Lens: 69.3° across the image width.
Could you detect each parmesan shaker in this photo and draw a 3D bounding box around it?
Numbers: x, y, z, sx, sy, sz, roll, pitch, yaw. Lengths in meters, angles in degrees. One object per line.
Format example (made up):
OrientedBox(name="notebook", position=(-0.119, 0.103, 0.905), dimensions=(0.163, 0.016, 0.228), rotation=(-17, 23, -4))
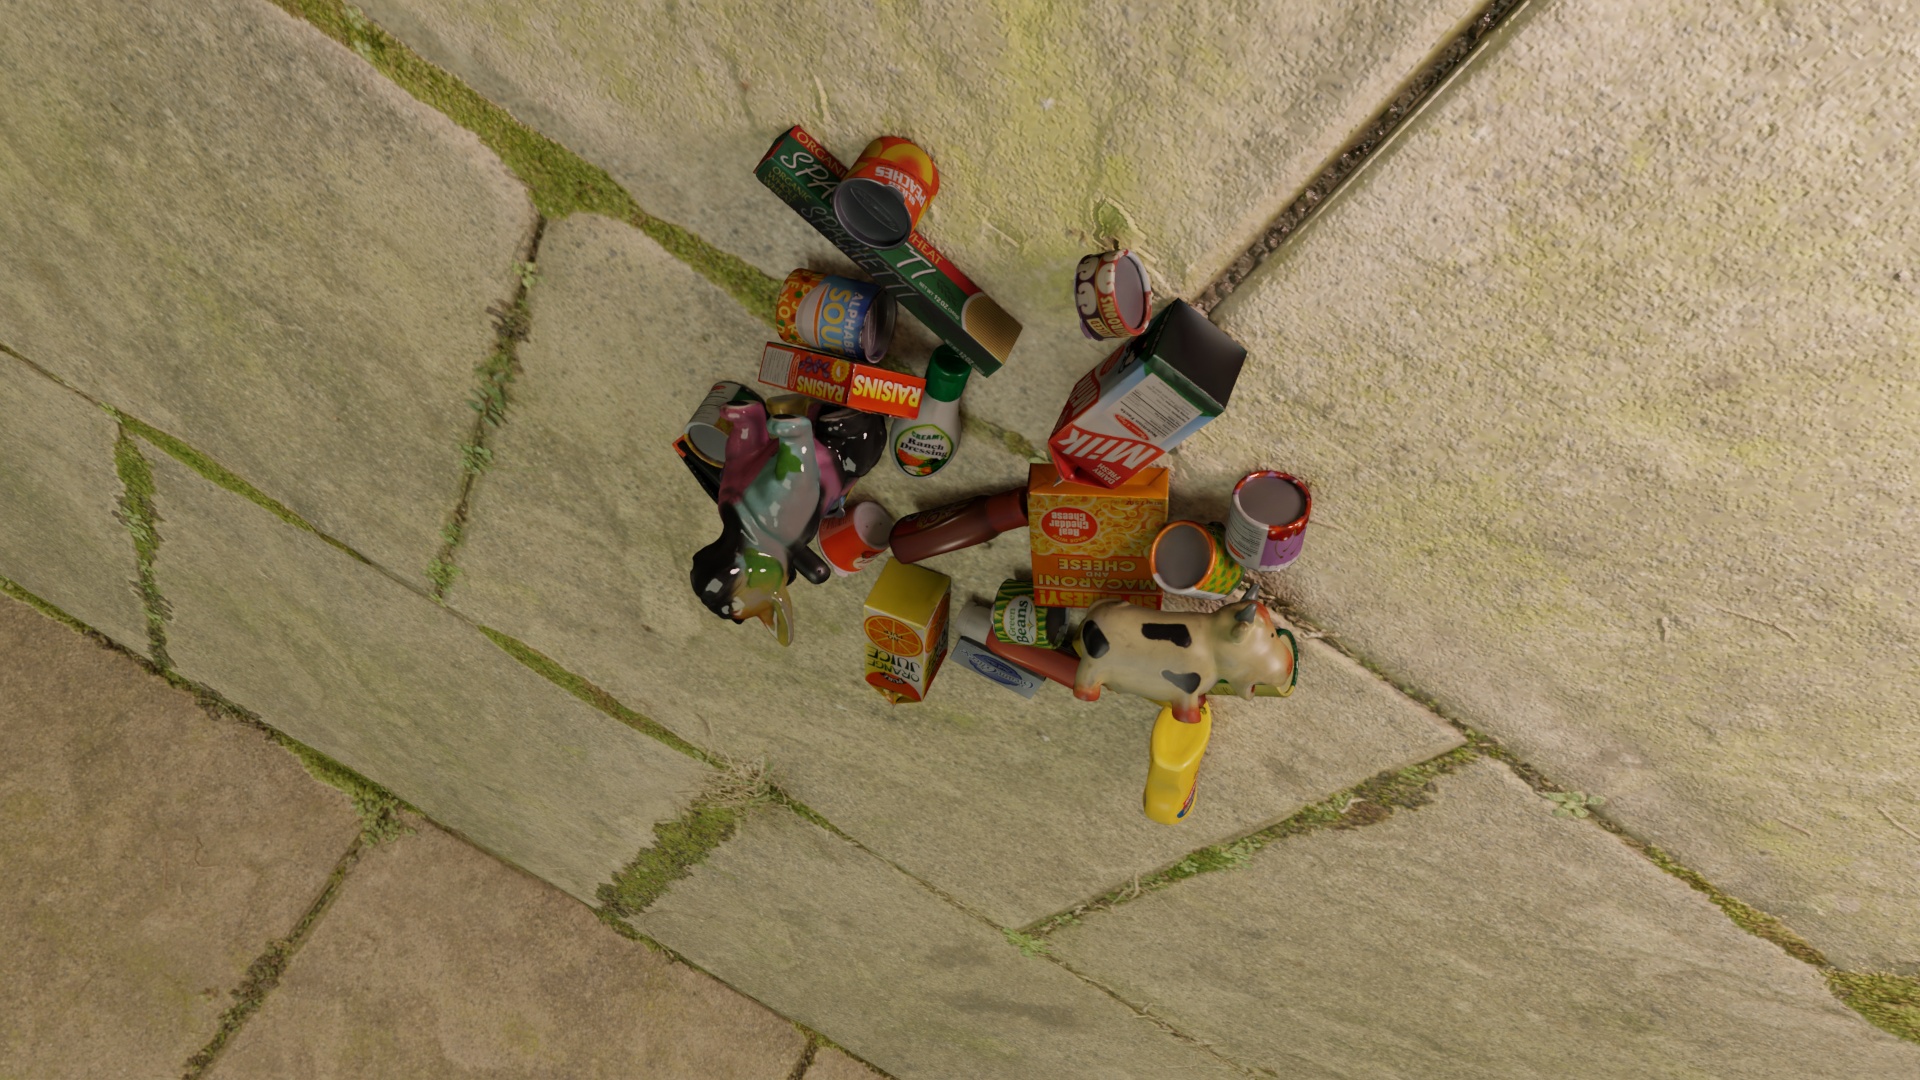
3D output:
OrientedBox(name="parmesan shaker", position=(0.266, 0.116, 1.335), dimensions=(0.103, 0.072, 0.071), rotation=(-2, 136, 34))

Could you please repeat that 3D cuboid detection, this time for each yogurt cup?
OrientedBox(name="yogurt cup", position=(-0.105, -0.006, 1.416), dimensions=(0.072, 0.073, 0.053), rotation=(42, 134, -21))

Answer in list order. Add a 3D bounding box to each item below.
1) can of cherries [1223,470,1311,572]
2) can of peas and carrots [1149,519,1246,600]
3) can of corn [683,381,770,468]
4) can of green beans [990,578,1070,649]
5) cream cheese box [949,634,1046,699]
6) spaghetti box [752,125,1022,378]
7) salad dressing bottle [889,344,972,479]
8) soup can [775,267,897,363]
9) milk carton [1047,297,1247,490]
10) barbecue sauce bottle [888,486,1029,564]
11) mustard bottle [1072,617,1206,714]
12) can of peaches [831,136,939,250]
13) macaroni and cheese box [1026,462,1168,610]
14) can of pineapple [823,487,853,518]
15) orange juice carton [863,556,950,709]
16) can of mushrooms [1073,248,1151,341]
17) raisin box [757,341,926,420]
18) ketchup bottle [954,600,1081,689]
OrientedBox(name="can of cherries", position=(0.260, -0.018, 1.168), dimensions=(0.071, 0.072, 0.058), rotation=(16, 143, 15))
OrientedBox(name="can of peas and carrots", position=(0.208, 0.015, 1.216), dimensions=(0.071, 0.071, 0.059), rotation=(-7, 168, 38))
OrientedBox(name="can of corn", position=(-0.228, -0.111, 1.364), dimensions=(0.071, 0.058, 0.070), rotation=(17, 144, 13))
OrientedBox(name="can of green beans", position=(0.072, 0.074, 1.401), dimensions=(0.058, 0.071, 0.071), rotation=(5, 140, 27))
OrientedBox(name="cream cheese box", position=(0.043, 0.135, 1.534), dimensions=(0.104, 0.024, 0.053), rotation=(27, 146, 0))
OrientedBox(name="spaghetti box", position=(-0.055, -0.229, 1.110), dimensions=(0.250, 0.050, 0.028), rotation=(40, 141, -17))
OrientedBox(name="salad dressing bottle", position=(-0.024, -0.114, 1.240), dimensions=(0.064, 0.044, 0.146), rotation=(13, 143, -8))
OrientedBox(name="soup can", position=(-0.106, -0.190, 1.174), dimensions=(0.084, 0.072, 0.071), rotation=(15, 143, 17))
OrientedBox(name="milk carton", position=(0.137, -0.107, 1.124), dimensions=(0.073, 0.073, 0.189), rotation=(36, 143, -13))
OrientedBox(name="barbecue sauce bottle", position=(0.005, -0.017, 1.336), dimensions=(0.148, 0.065, 0.043), rotation=(-15, 110, 33))
OrientedBox(name="mustard bottle", position=(0.190, 0.130, 1.413), dimensions=(0.160, 0.049, 0.065), rotation=(36, 144, -15))
OrientedBox(name="can of peaches", position=(-0.055, -0.265, 1.056), dimensions=(0.071, 0.058, 0.071), rotation=(17, 143, 14))
OrientedBox(name="macaroni and cheese box", position=(0.127, -0.001, 1.272), dimensions=(0.124, 0.040, 0.165), rotation=(3, 141, 8))
OrientedBox(name="can of pineapple", position=(-0.134, -0.063, 1.365), dimensions=(0.071, 0.058, 0.070), rotation=(17, 144, 13))
OrientedBox(name="orange juice carton", position=(-0.059, 0.110, 1.527), dimensions=(0.073, 0.072, 0.191), rotation=(19, 144, 12))
OrientedBox(name="can of mushrooms", position=(0.115, -0.182, 1.042), dimensions=(0.033, 0.071, 0.070), rotation=(-4, 135, 34))
OrientedBox(name="raisin box", position=(-0.103, -0.138, 1.199), dimensions=(0.123, 0.040, 0.086), rotation=(19, -172, 43))
OrientedBox(name="ketchup bottle", position=(0.067, 0.109, 1.460), dimensions=(0.149, 0.043, 0.065), rotation=(24, -173, 13))
